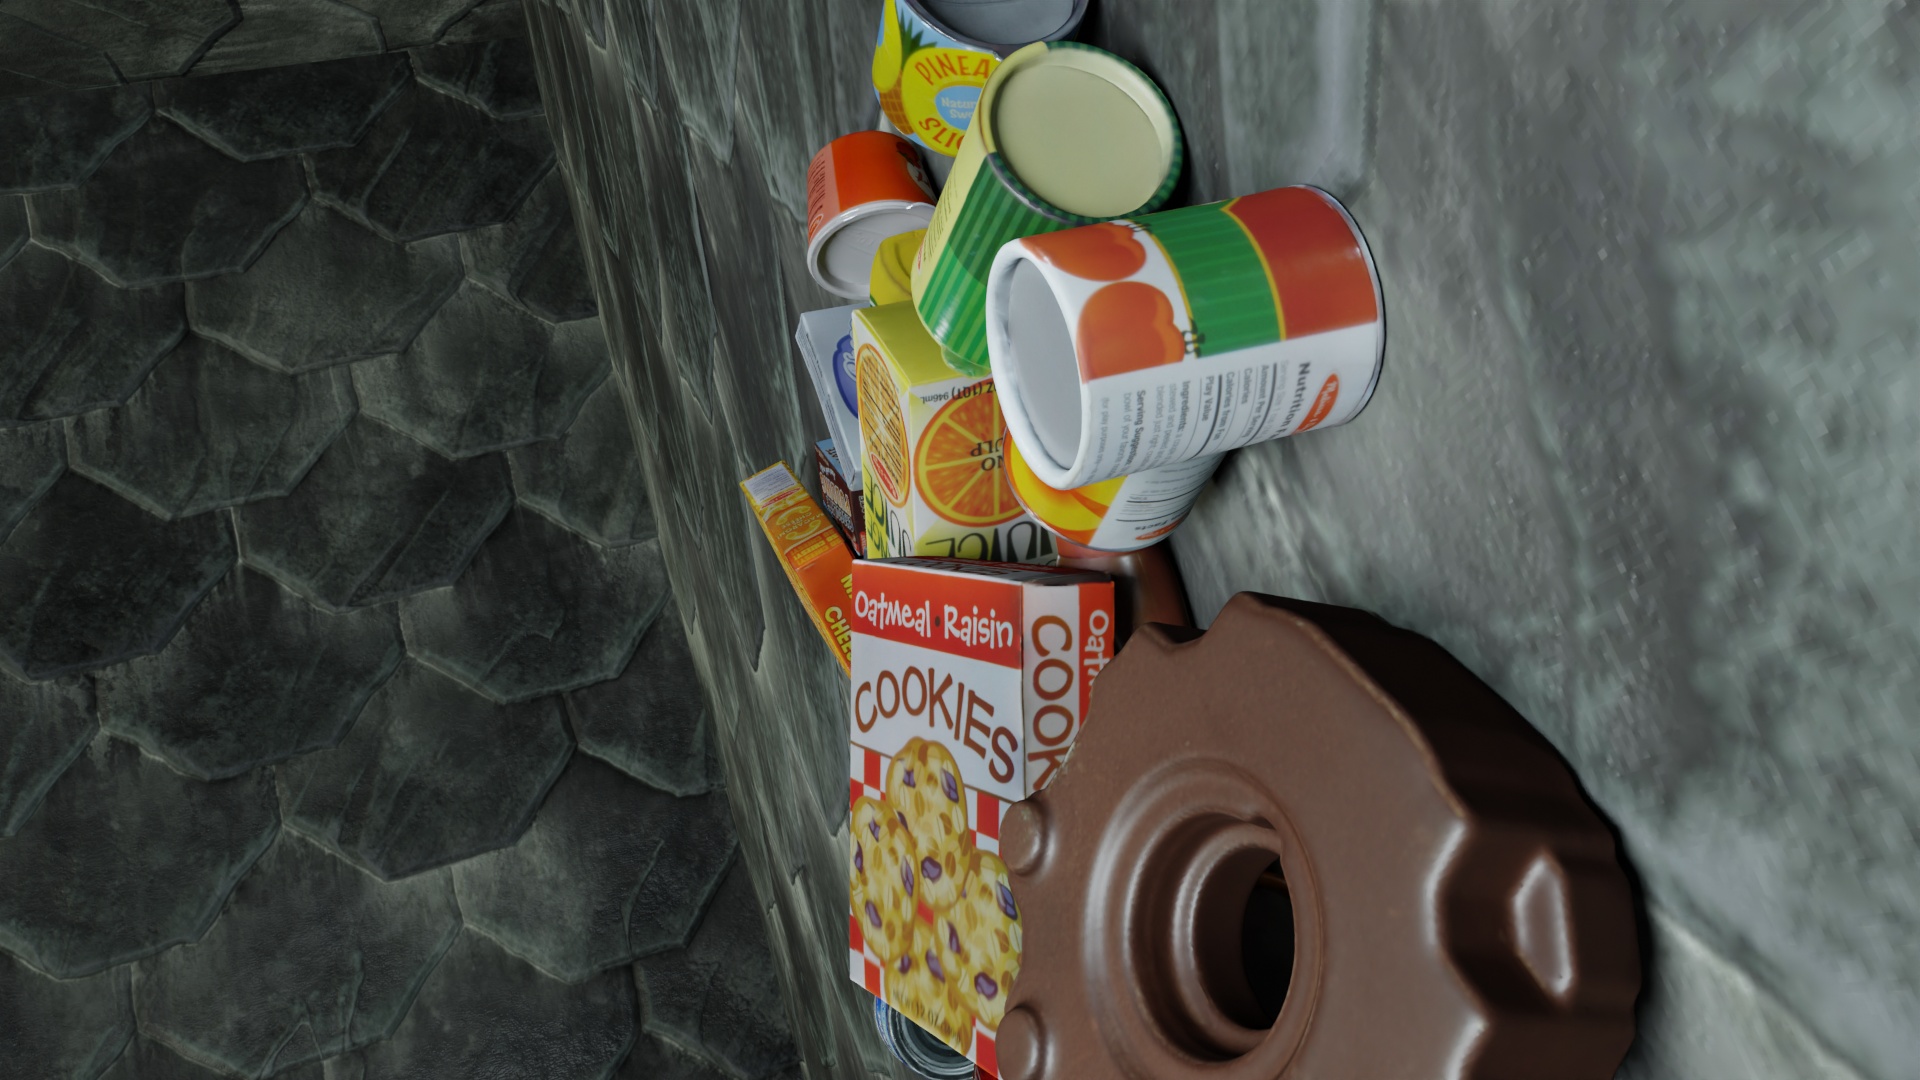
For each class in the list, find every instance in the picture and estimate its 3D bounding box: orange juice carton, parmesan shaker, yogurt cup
[{"bbox_3d":[0.002,-0.008,0.605,0.073,0.072,0.191,-123,26,-49],"label":"orange juice carton"},{"bbox_3d":[0.025,-0.103,0.457,0.102,0.071,0.071,128,127,-69],"label":"parmesan shaker"},{"bbox_3d":[-0.041,-0.153,0.649,0.072,0.072,0.054,107,154,-60],"label":"yogurt cup"}]

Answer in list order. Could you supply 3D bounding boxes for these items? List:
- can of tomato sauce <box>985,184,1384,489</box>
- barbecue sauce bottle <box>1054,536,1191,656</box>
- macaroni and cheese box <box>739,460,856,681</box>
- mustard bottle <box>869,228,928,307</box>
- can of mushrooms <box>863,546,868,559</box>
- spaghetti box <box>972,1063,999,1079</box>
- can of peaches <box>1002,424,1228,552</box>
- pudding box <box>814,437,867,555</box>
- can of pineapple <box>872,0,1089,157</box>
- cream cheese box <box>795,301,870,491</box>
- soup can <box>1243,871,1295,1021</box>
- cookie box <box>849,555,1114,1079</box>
[{"bbox_3d":[0.056,-0.055,0.366,0.071,0.083,0.071,167,89,-73],"label":"can of tomato sauce"},{"bbox_3d":[0.059,0.037,0.503,0.065,0.044,0.148,11,114,60],"label":"barbecue sauce bottle"},{"bbox_3d":[-0.092,0.027,0.951,0.123,0.040,0.167,65,170,-28],"label":"macaroni and cheese box"},{"bbox_3d":[-0.016,-0.067,0.658,0.159,0.049,0.065,94,159,-45],"label":"mustard bottle"},{"bbox_3d":[-0.031,0.027,0.812,0.071,0.033,0.071,167,89,-74],"label":"can of mushrooms"},{"bbox_3d":[0.034,0.318,0.801,0.248,0.050,0.029,93,158,-45],"label":"spaghetti box"},{"bbox_3d":[0.049,-0.040,0.429,0.057,0.071,0.071,111,143,-61],"label":"can of peaches"},{"bbox_3d":[-0.066,-0.031,0.888,0.084,0.030,0.049,-130,30,-57],"label":"pudding box"},{"bbox_3d":[0.005,-0.171,0.470,0.057,0.071,0.071,114,139,-66],"label":"can of pineapple"},{"bbox_3d":[-0.049,-0.079,0.749,0.024,0.053,0.104,112,141,-60],"label":"cream cheese box"},{"bbox_3d":[0.082,0.147,0.468,0.083,0.071,0.071,118,136,-65],"label":"soup can"},{"bbox_3d":[0.004,0.091,0.501,0.123,0.040,0.167,4,94,59],"label":"cookie box"}]
